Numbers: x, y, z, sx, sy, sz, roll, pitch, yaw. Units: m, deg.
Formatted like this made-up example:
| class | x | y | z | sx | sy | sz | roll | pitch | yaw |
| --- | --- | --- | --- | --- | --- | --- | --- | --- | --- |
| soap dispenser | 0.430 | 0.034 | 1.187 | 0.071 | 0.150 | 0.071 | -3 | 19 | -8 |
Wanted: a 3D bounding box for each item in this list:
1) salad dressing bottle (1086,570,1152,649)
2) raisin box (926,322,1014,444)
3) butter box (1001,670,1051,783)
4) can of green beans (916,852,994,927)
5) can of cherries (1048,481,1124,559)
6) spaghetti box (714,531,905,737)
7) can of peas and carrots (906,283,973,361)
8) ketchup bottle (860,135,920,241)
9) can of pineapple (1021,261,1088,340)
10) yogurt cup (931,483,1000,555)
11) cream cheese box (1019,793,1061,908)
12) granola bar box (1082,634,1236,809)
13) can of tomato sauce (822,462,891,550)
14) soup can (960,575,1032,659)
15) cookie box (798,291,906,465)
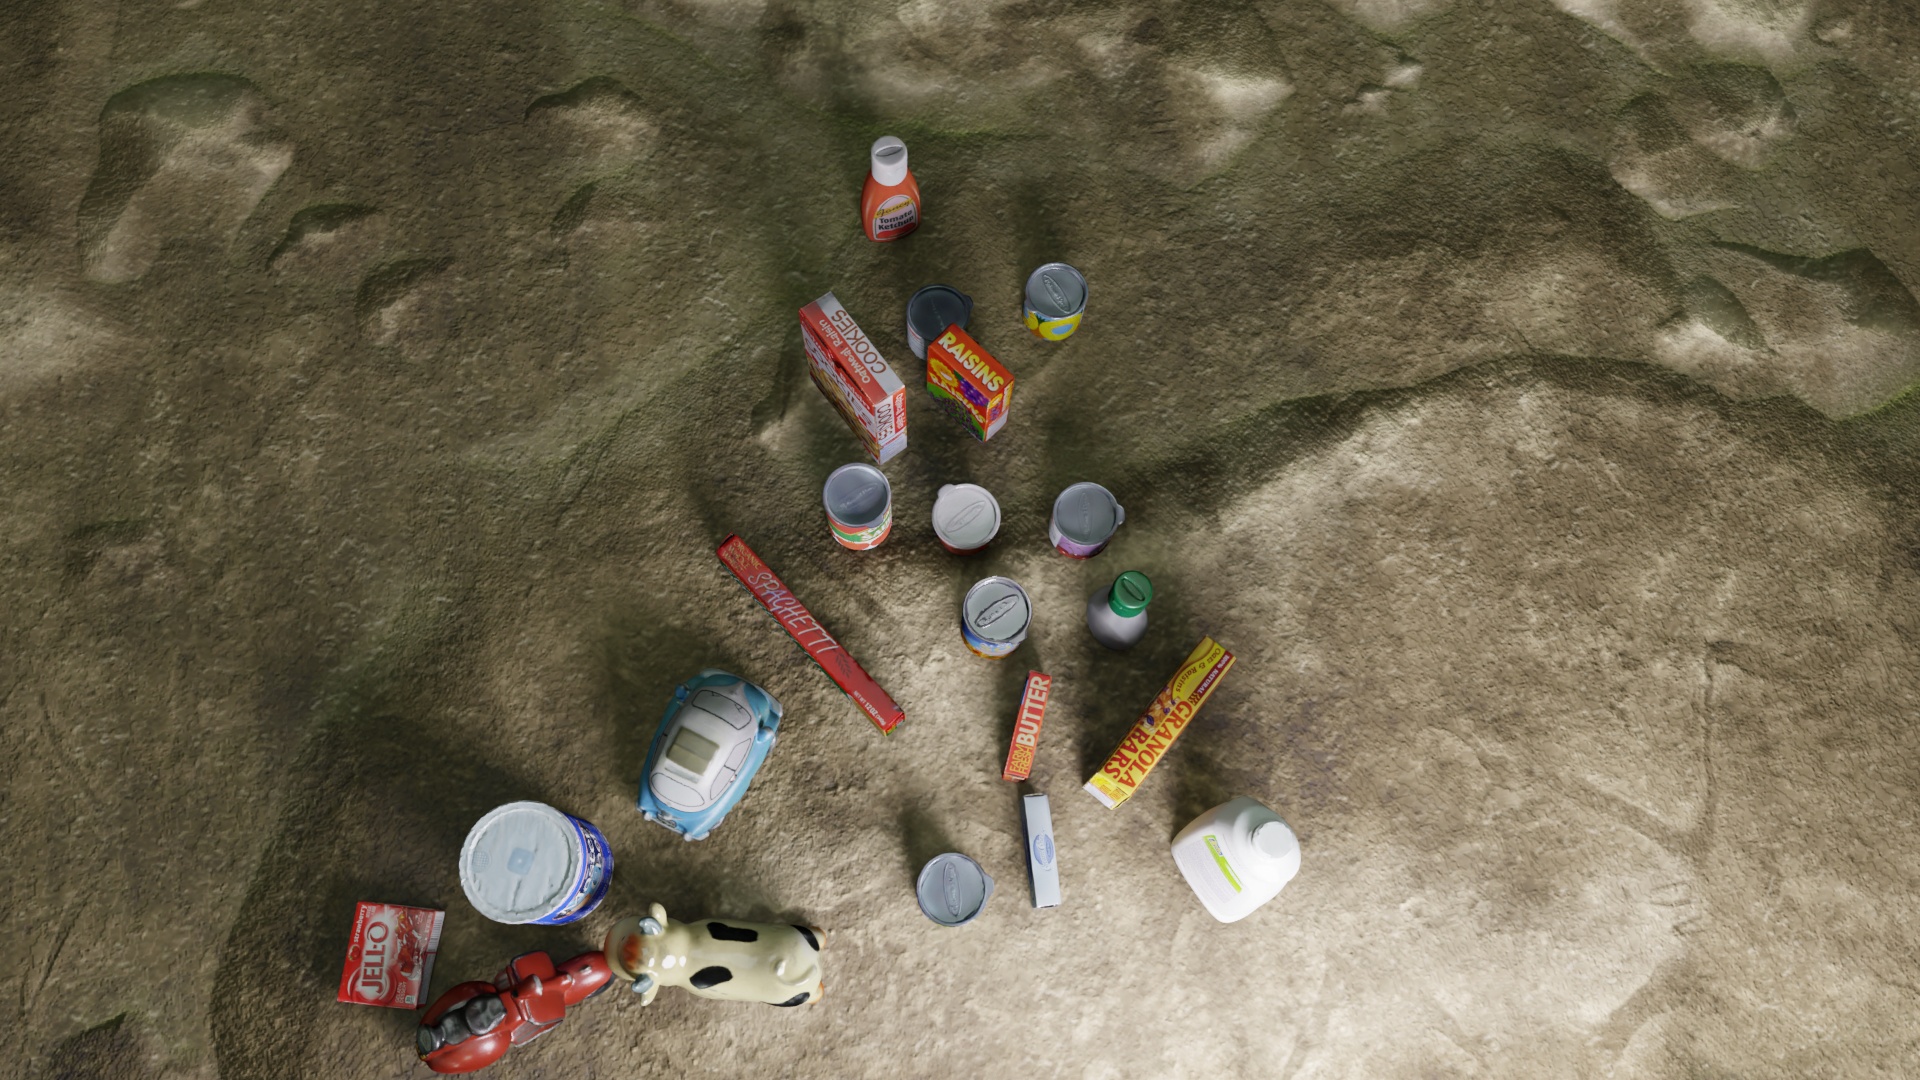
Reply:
| class | x | y | z | sx | sy | sz | roll | pitch | yaw |
| --- | --- | --- | --- | --- | --- | --- | --- | --- | --- |
| salad dressing bottle | 0.155 | 0.065 | 1.328 | 0.044 | 0.147 | 0.064 | -40 | 79 | -12 |
| raisin box | 0.009 | -0.157 | 1.404 | 0.086 | 0.123 | 0.040 | 43 | 77 | 10 |
| butter box | 0.064 | 0.181 | 1.339 | 0.024 | 0.053 | 0.104 | 14 | 73 | 2 |
| can of green beans | -0.008 | 0.326 | 1.290 | 0.071 | 0.057 | 0.071 | 1 | 73 | -2 |
| can of cherries | 0.126 | -0.018 | 1.399 | 0.071 | 0.058 | 0.071 | 1 | 73 | -2 |
| spaghetti box | -0.148 | 0.092 | 1.361 | 0.029 | 0.050 | 0.250 | -42 | 79 | -13 |
| can of peas and carrots | -0.022 | -0.228 | 1.458 | 0.071 | 0.058 | 0.071 | 1 | 73 | -2 |
| ketchup bottle | -0.074 | -0.368 | 1.452 | 0.065 | 0.148 | 0.043 | -18 | 75 | -7 |
| can of pineapple | 0.098 | -0.252 | 1.470 | 0.071 | 0.057 | 0.071 | 1 | 73 | -2 |
| yogurt cup | 0.005 | -0.018 | 1.397 | 0.072 | 0.053 | 0.072 | 1 | 73 | -2 |
| cream cheese box | 0.074 | 0.293 | 1.305 | 0.024 | 0.053 | 0.104 | -6 | 73 | -3 |
| granola bar box | 0.187 | 0.174 | 1.309 | 0.039 | 0.124 | 0.166 | 38 | 76 | 9 |
| can of tomato sauce | -0.100 | -0.031 | 1.383 | 0.071 | 0.083 | 0.071 | 1 | 73 | -2 |
| soup can | 0.035 | 0.079 | 1.353 | 0.071 | 0.083 | 0.071 | 1 | 73 | -2 |
| cookie box | -0.105 | -0.157 | 1.377 | 0.040 | 0.167 | 0.123 | -36 | 78 | -11 |
